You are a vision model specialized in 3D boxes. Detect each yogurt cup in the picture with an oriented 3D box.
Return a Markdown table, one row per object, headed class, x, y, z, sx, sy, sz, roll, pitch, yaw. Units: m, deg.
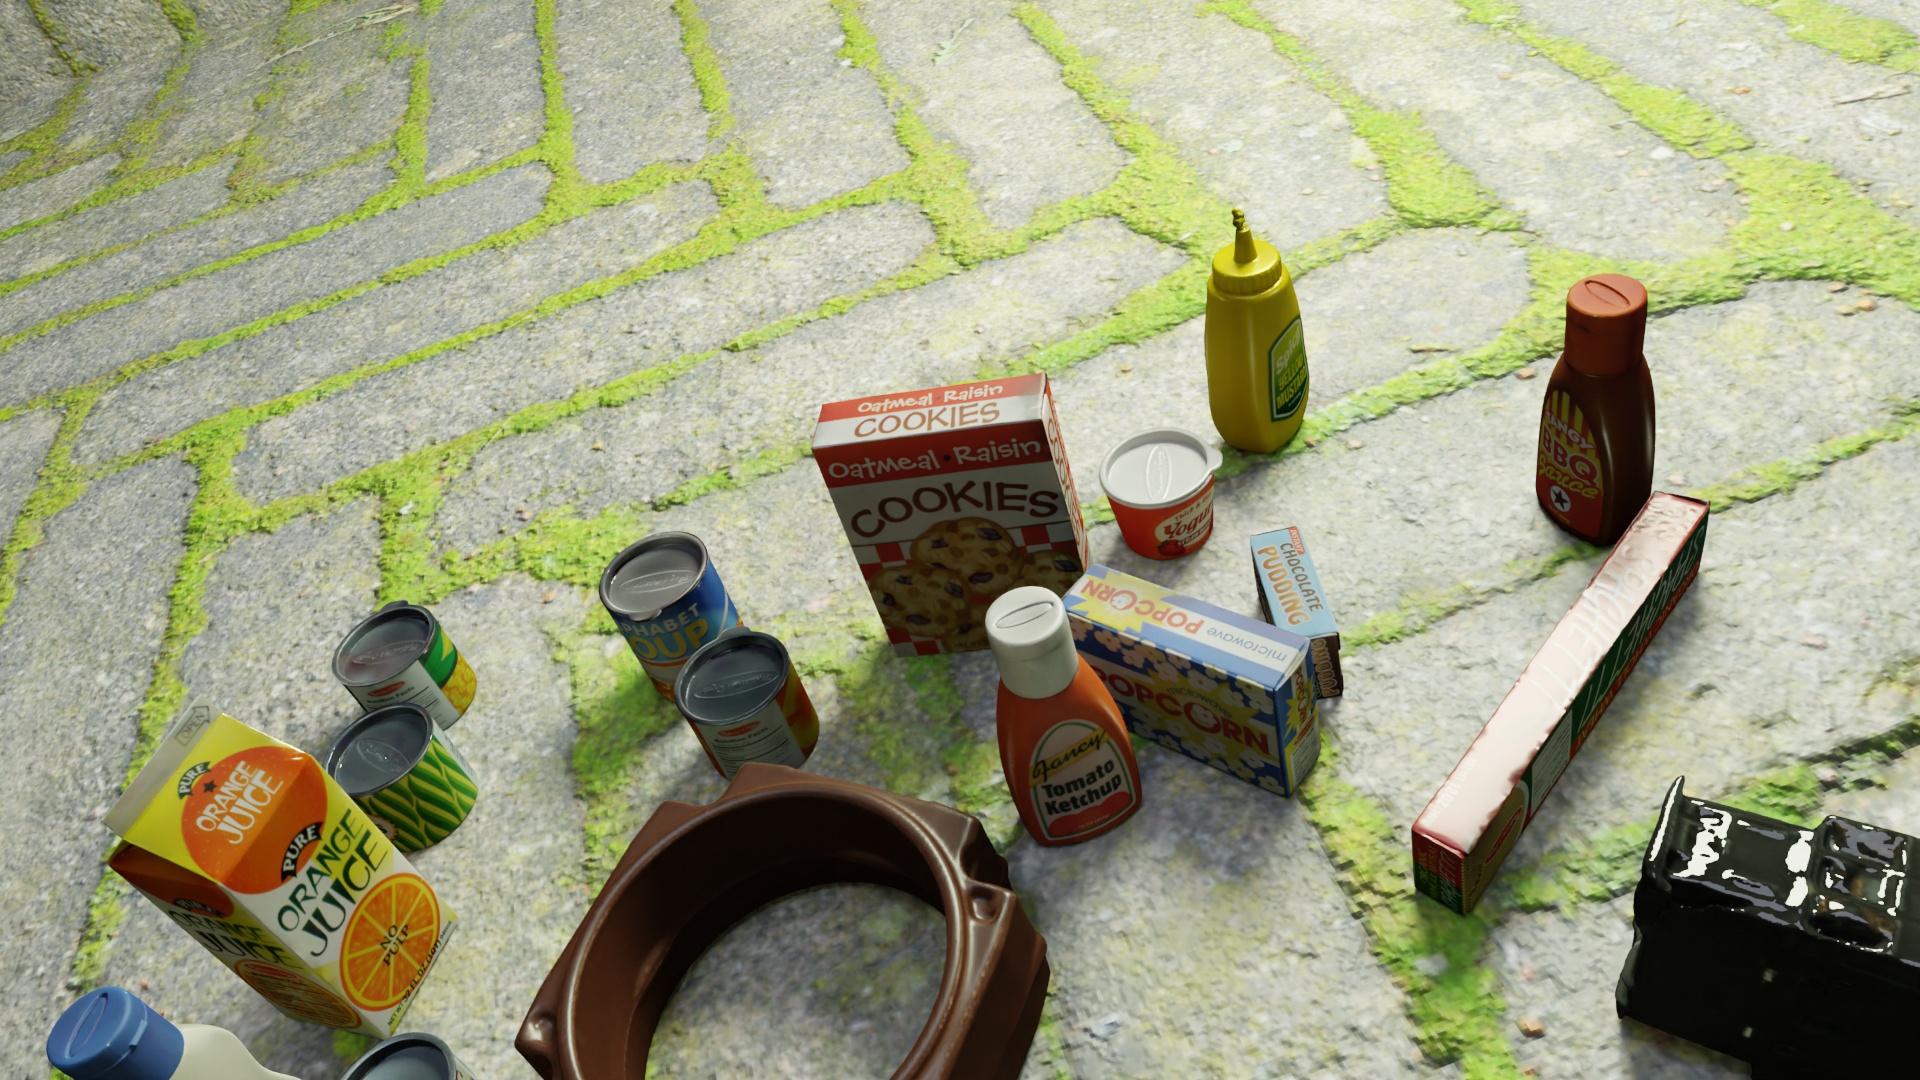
| class | x | y | z | sx | sy | sz | roll | pitch | yaw |
| --- | --- | --- | --- | --- | --- | --- | --- | --- | --- |
| yogurt cup | 0.119 | -0.026 | 0.823 | 0.072 | 0.053 | 0.073 | -10 | 42 | 9 |

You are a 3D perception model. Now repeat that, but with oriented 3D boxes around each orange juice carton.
| class | x | y | z | sx | sy | sz | roll | pitch | yaw |
| --- | --- | --- | --- | --- | --- | --- | --- | --- | --- |
| orange juice carton | -0.335 | 0.162 | 0.678 | 0.073 | 0.191 | 0.072 | 2 | 46 | 21 |

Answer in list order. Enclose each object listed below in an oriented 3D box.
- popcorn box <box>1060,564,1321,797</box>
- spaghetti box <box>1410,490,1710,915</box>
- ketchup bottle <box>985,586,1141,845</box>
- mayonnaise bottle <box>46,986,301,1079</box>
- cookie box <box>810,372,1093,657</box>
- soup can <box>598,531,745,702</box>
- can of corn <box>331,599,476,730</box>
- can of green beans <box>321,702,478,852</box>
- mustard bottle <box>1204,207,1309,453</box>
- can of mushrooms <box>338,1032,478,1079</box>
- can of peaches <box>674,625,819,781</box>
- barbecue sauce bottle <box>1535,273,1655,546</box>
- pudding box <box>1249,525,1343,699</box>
| class | x | y | z | sx | sy | sz | roll | pitch | yaw |
| --- | --- | --- | --- | --- | --- | --- | --- | --- | --- |
| popcorn box | 0.115 | 0.069 | 0.700 | 0.127 | 0.084 | 0.038 | 20 | 54 | 35 |
| spaghetti box | 0.291 | 0.070 | 0.664 | 0.029 | 0.050 | 0.251 | 25 | 57 | 37 |
| ketchup bottle | 0.045 | 0.084 | 0.661 | 0.065 | 0.148 | 0.044 | -22 | 42 | -4 |
| mayonnaise bottle | -0.342 | 0.250 | 0.620 | 0.041 | 0.147 | 0.065 | -7 | 43 | 13 |
| cookie box | 0.003 | -0.010 | 0.761 | 0.123 | 0.166 | 0.040 | -7 | 43 | 13 |
| soup can | -0.167 | 0.049 | 0.821 | 0.071 | 0.083 | 0.072 | -10 | 42 | 9 |
| can of corn | -0.345 | 0.081 | 0.868 | 0.071 | 0.058 | 0.071 | -10 | 42 | 9 |
| can of green beans | -0.322 | 0.137 | 0.801 | 0.071 | 0.057 | 0.071 | -10 | 42 | 9 |
| mustard bottle | 0.175 | -0.127 | 0.832 | 0.049 | 0.159 | 0.065 | 19 | 54 | 34 |
| can of mushrooms | -0.263 | 0.272 | 0.654 | 0.071 | 0.033 | 0.071 | -10 | 42 | 9 |
| can of peaches | -0.118 | 0.092 | 0.777 | 0.071 | 0.057 | 0.071 | -10 | 42 | 9 |
| barbecue sauce bottle | 0.332 | -0.068 | 0.723 | 0.044 | 0.147 | 0.065 | -25 | 42 | -7 |
| pudding box | 0.178 | 0.038 | 0.737 | 0.030 | 0.049 | 0.084 | -12 | 42 | 7 |
